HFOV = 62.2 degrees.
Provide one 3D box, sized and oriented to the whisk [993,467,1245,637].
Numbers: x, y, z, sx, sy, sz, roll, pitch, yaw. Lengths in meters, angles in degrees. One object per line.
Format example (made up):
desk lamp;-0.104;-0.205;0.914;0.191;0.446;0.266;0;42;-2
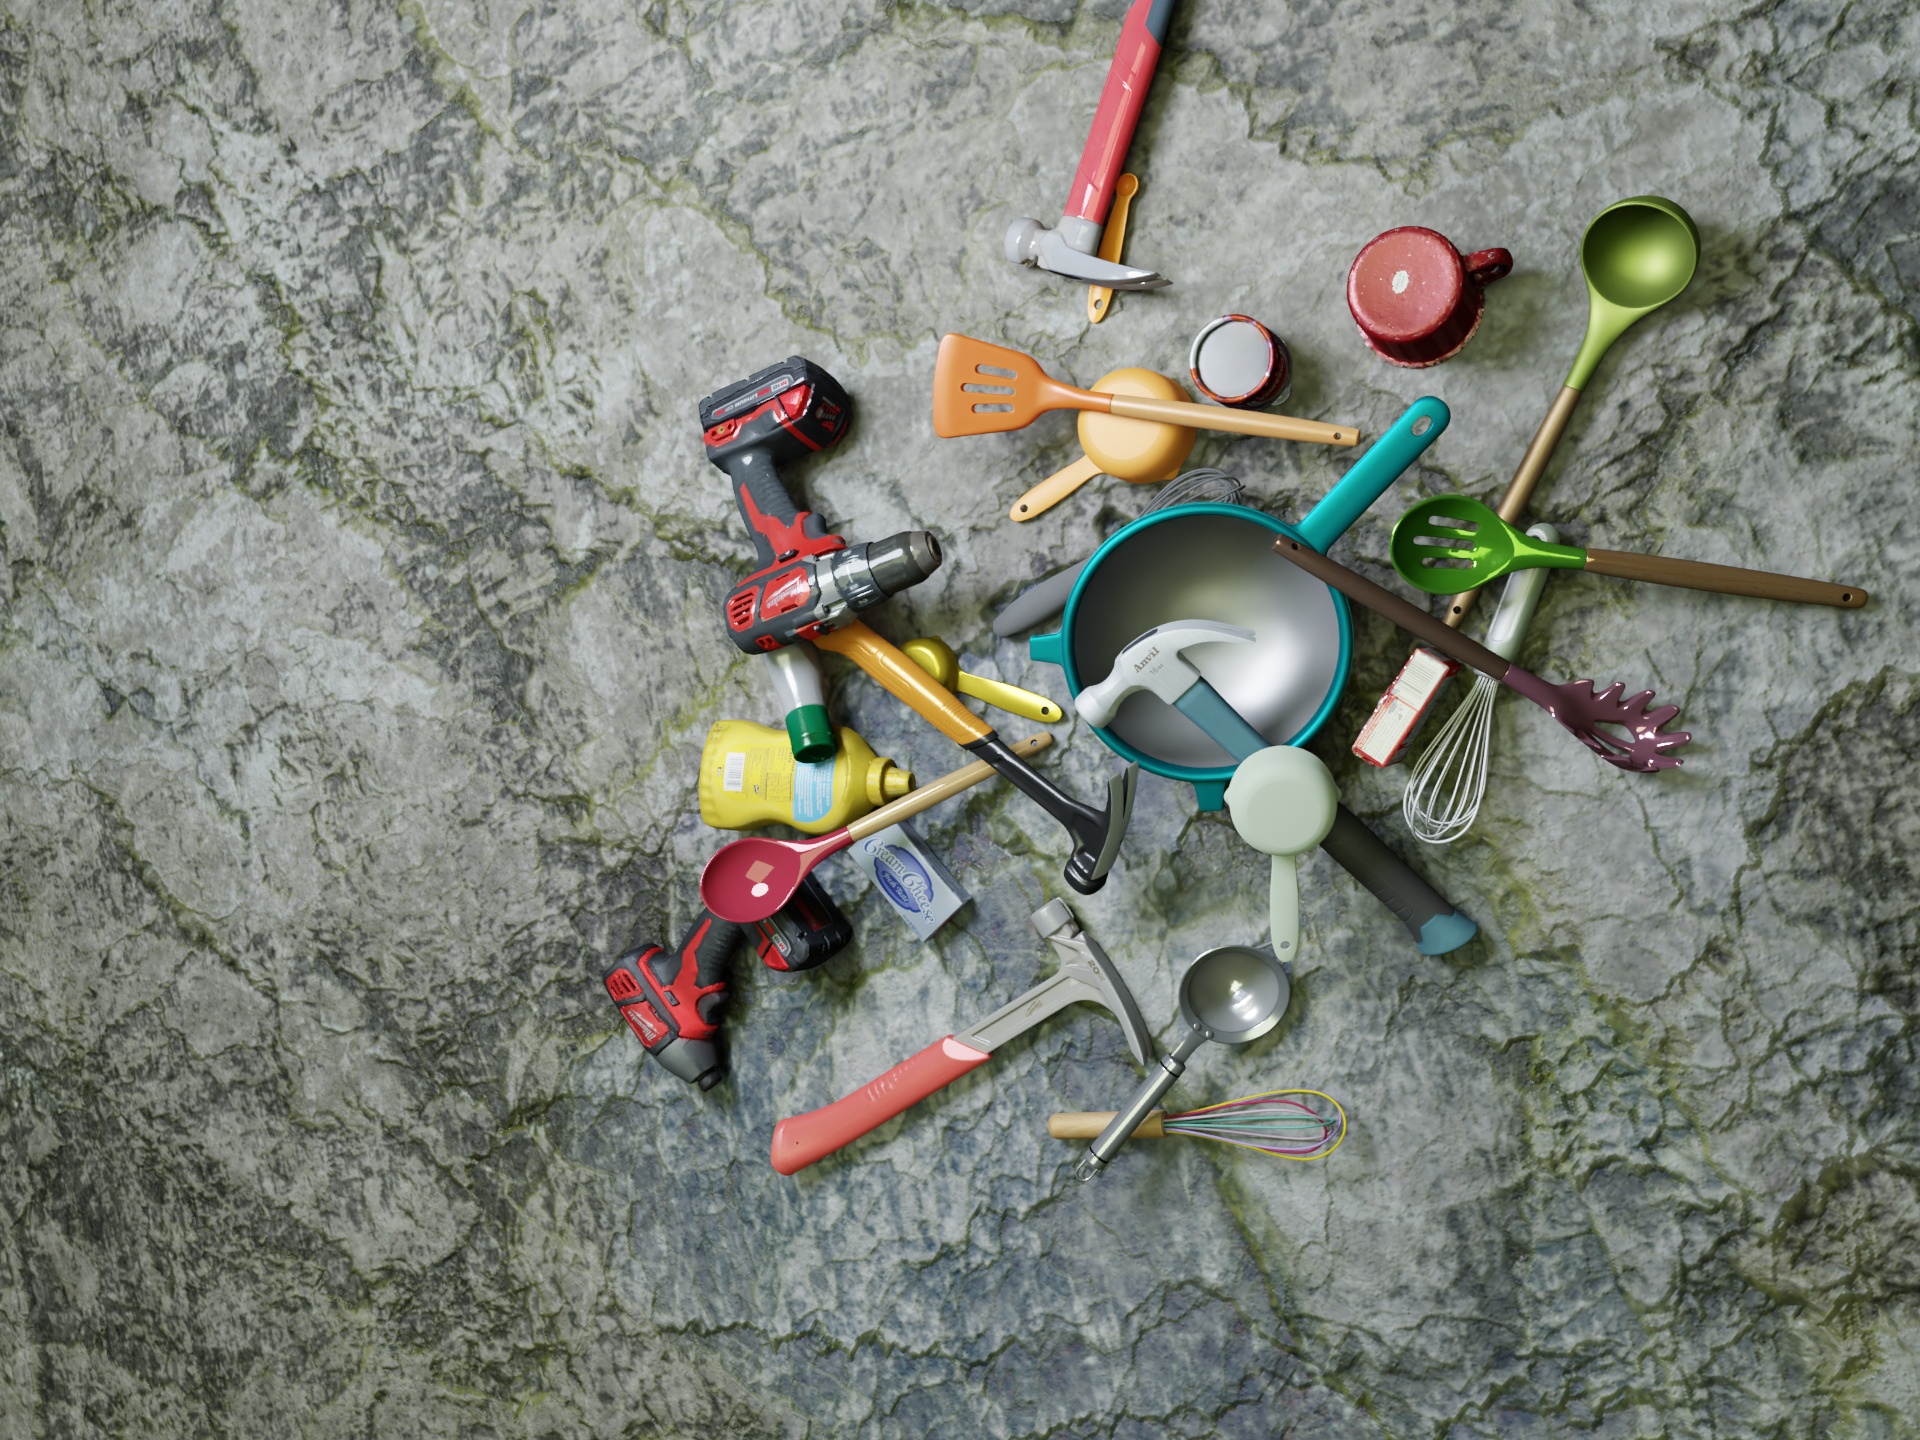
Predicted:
whisk;0.120;-0.126;1.253;0.239;0.055;0.055;-31;81;26

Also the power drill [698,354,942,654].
power drill;-0.118;-0.180;1.302;0.188;0.080;0.227;-20;69;20

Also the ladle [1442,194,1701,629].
ladle;0.416;-0.209;1.117;0.078;0.062;0.320;30;107;22

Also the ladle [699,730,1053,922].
ladle;-0.068;0.081;1.308;0.315;0.031;0.069;-26;80;3

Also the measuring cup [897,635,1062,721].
measuring cup;0.010;-0.027;1.313;0.157;0.029;0.062;19;100;24

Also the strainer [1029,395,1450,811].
strainer;0.225;-0.111;1.176;0.211;0.095;0.340;41;107;-5

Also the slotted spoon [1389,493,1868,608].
slotted spoon;0.452;-0.104;1.087;0.314;0.031;0.070;9;104;8

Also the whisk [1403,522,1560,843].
whisk;0.379;-0.025;1.149;0.058;0.059;0.246;26;100;48

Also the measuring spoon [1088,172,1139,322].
measuring spoon;0.121;-0.373;1.260;0.021;0.011;0.117;21;104;32

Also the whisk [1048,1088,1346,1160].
whisk;0.182;0.321;1.254;0.245;0.051;0.047;-8;95;26

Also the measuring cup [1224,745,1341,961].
measuring cup;0.231;0.102;1.136;0.083;0.038;0.167;-1;106;10

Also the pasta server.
pasta server;0.359;-0.051;1.109;0.316;0.040;0.060;29;68;-1

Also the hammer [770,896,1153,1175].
hammer;-0.016;0.300;1.341;0.359;0.036;0.149;-35;79;20

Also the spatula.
spatula;0.134;-0.232;1.187;0.323;0.041;0.081;12;108;21

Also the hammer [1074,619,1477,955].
hammer;0.245;0.055;1.157;0.331;0.033;0.128;42;110;-6

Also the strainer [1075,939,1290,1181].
strainer;0.169;0.261;1.239;0.087;0.050;0.258;36;99;-11

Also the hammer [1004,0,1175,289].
hammer;0.153;-0.525;1.211;0.143;0.038;0.386;24;101;32

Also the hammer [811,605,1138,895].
hammer;-0.002;-0.004;1.263;0.337;0.034;0.127;38;138;25

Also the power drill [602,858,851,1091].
power drill;-0.208;0.221;1.400;0.219;0.078;0.143;-42;77;22

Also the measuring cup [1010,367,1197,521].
measuring cup;0.102;-0.209;1.252;0.173;0.052;0.095;-33;80;19
